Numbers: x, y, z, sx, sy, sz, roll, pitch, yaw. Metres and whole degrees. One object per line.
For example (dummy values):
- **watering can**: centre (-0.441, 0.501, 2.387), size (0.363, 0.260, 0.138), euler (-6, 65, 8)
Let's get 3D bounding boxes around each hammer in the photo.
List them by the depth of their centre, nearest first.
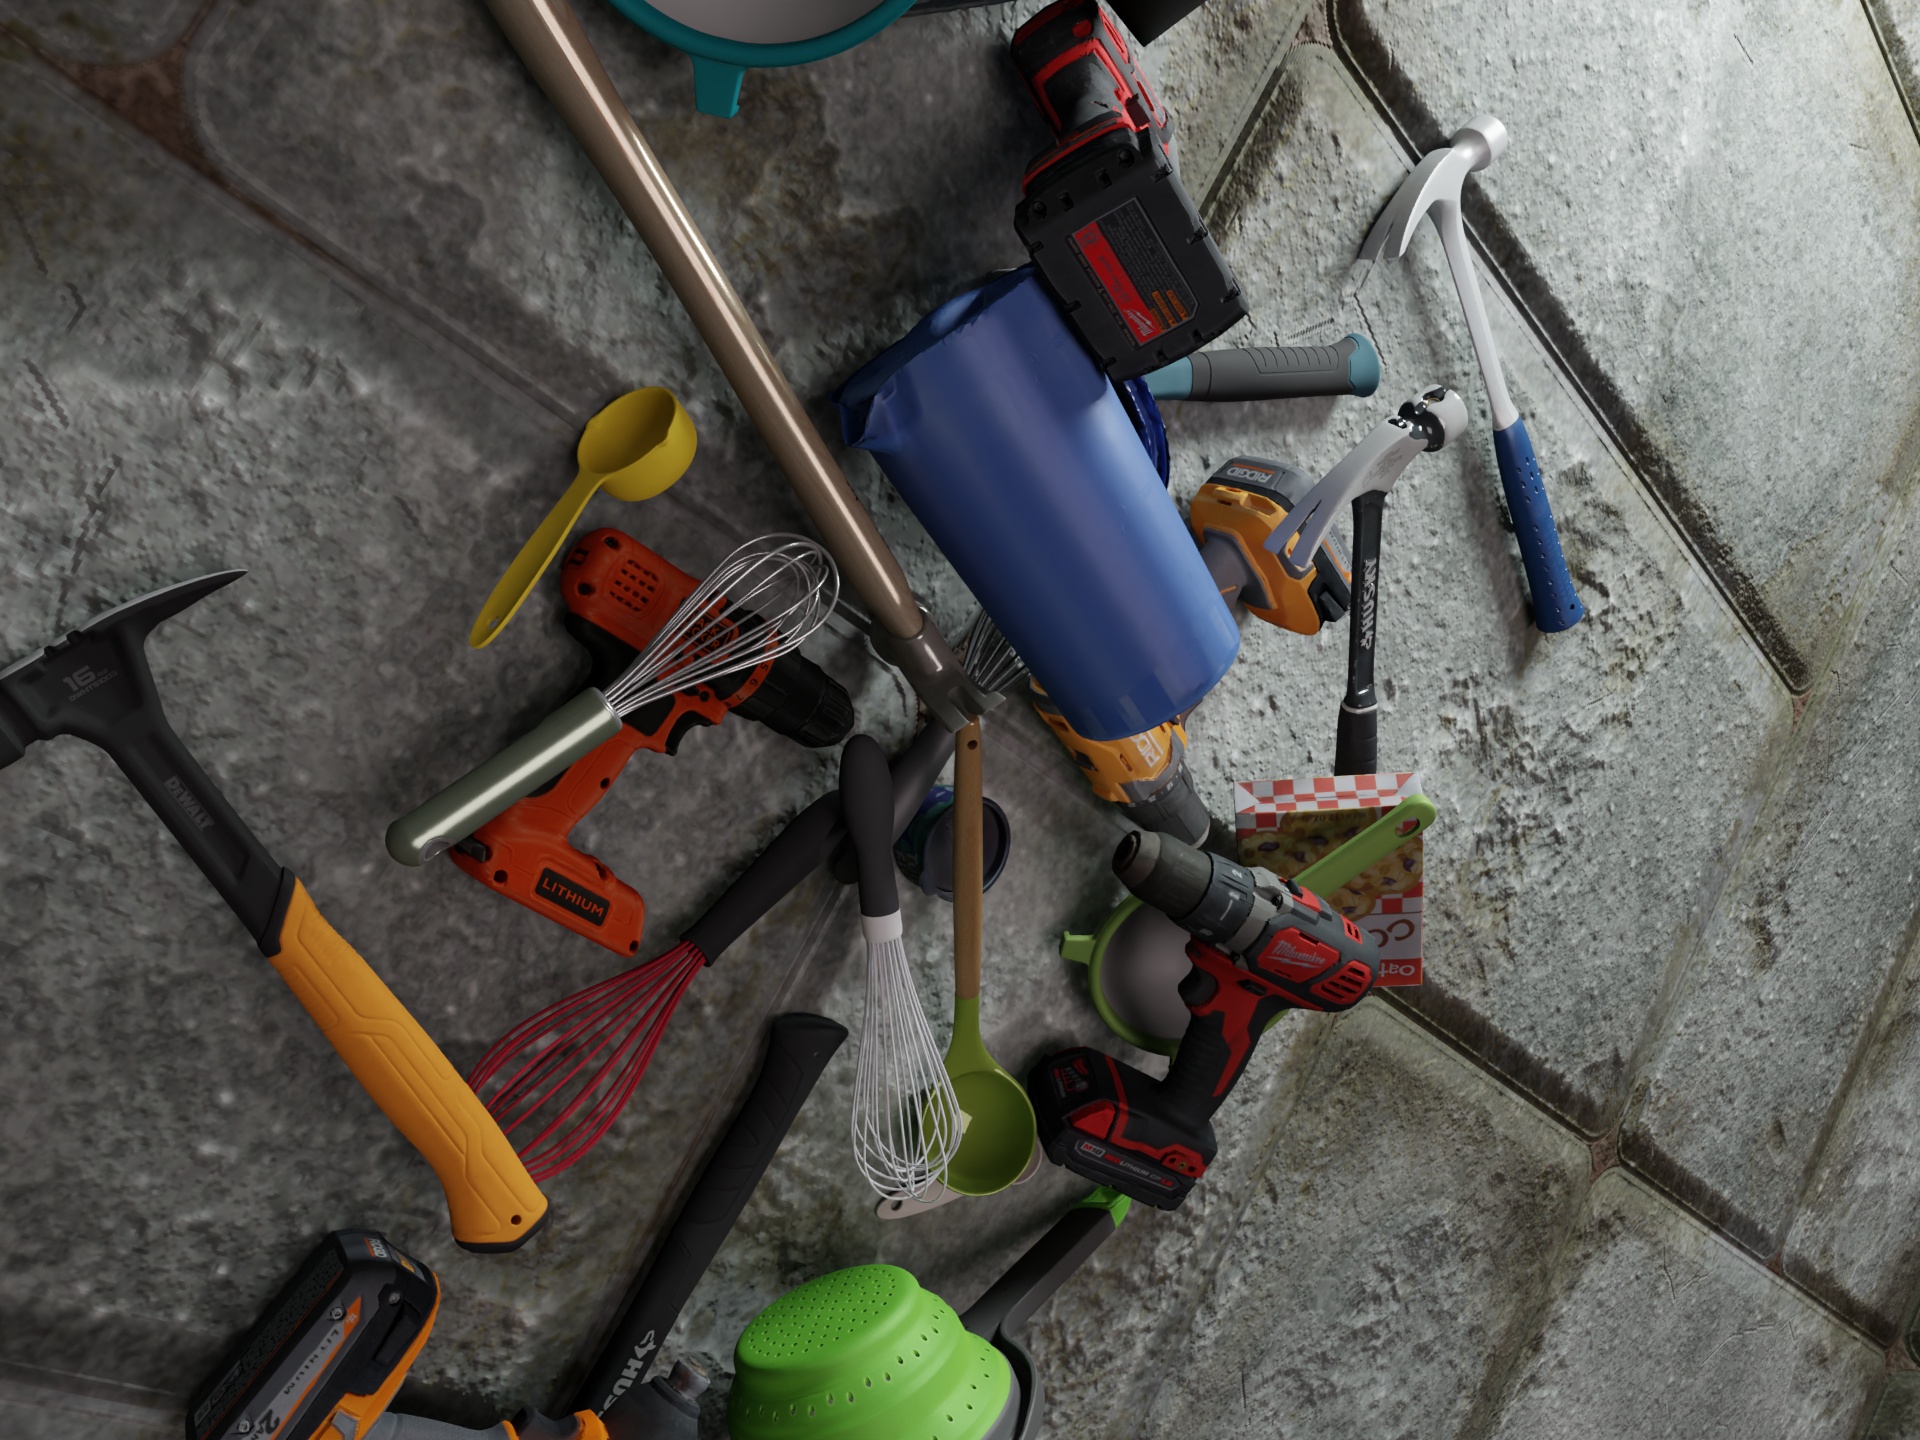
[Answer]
- **hammer**: centre (-0.280, 0.099, 0.704), size (0.127, 0.034, 0.336), euler (-38, 109, -25)
- **hammer**: centre (-0.100, -0.170, 0.767), size (0.038, 0.146, 0.410), euler (-33, 117, -4)
- **hammer**: centre (-0.158, 0.317, 0.899), size (0.146, 0.035, 0.335), euler (38, 77, -37)
- **hammer**: centre (0.150, -0.218, 1.004), size (0.331, 0.033, 0.128), euler (-11, 107, -36)
- **hammer**: centre (0.264, -0.020, 1.059), size (0.149, 0.036, 0.408), euler (-37, 141, -22)
- **hammer**: centre (0.403, -0.231, 1.197), size (0.144, 0.035, 0.405), euler (-43, 124, -22)

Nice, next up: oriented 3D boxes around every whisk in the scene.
- **whisk**: centre (-0.159, -0.011, 0.742), size (0.246, 0.059, 0.057), euler (-37, 165, -16)
- **whisk**: centre (-0.154, 0.135, 0.842), size (0.296, 0.073, 0.073), euler (-44, 124, -28)
- **whisk**: centre (-0.042, 0.145, 0.904), size (0.070, 0.070, 0.284), euler (-16, 106, -34)
- **whisk**: centre (0.000, -0.002, 0.935), size (0.055, 0.055, 0.239), euler (42, 78, -37)

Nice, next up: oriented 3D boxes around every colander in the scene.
- **colander**: centre (-0.015, 0.352, 0.960), size (0.397, 0.204, 0.094), euler (-26, 98, -50)

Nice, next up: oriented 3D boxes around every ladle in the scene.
- **ladle**: centre (0.009, 0.145, 0.939), size (0.078, 0.062, 0.320), euler (-11, 119, -20)

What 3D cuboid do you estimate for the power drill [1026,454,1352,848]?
- **power drill**: centre (0.161, -0.035, 1.033), size (0.226, 0.084, 0.185), euler (-48, 128, -14)

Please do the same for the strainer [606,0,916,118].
- **strainer**: centre (-0.030, -0.433, 0.679), size (0.211, 0.340, 0.095), euler (55, 24, -18)

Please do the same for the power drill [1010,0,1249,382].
- **power drill**: centre (0.086, -0.283, 0.844), size (0.078, 0.220, 0.143), euler (-25, 128, 21)

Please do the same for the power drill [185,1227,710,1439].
- **power drill**: centre (-0.239, 0.350, 0.789), size (0.226, 0.084, 0.164), euler (45, 72, -23)

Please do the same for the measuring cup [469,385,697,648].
- **measuring cup**: centre (-0.180, -0.092, 0.759), size (0.156, 0.062, 0.029), euler (-58, 140, -16)

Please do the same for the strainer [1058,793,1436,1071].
- **strainer**: centre (0.196, 0.117, 1.057), size (0.256, 0.069, 0.151), euler (-37, 115, 10)

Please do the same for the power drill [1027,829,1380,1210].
- **power drill**: centre (0.131, 0.183, 1.003), size (0.187, 0.080, 0.226), euler (29, 108, -19)

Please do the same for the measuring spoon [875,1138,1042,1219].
- **measuring spoon**: centre (-0.002, 0.296, 1.032), size (0.124, 0.018, 0.034), euler (-12, 109, -28)
